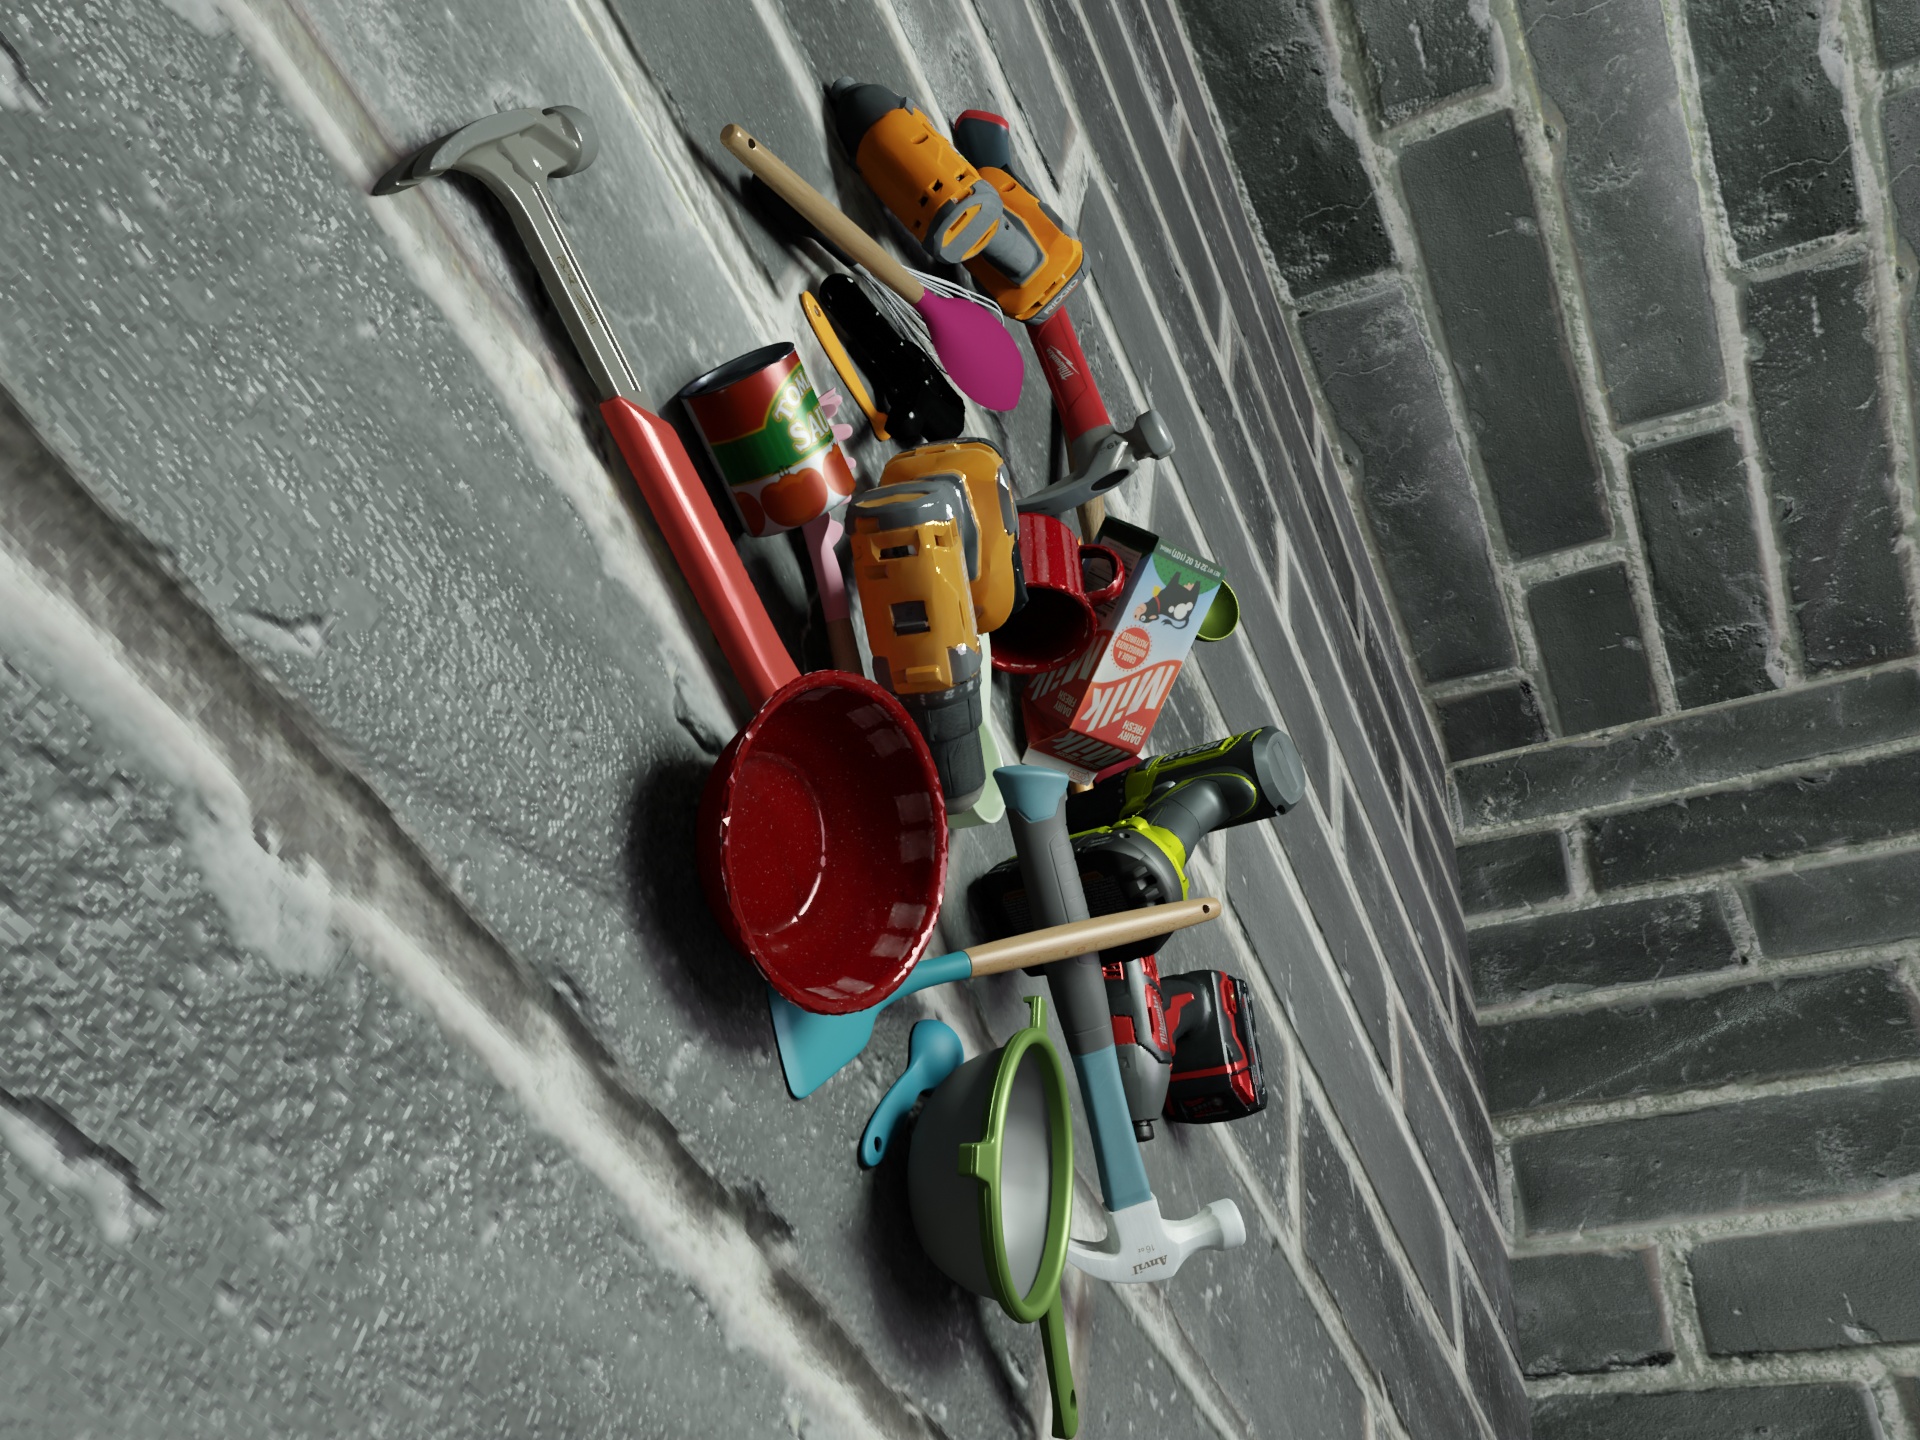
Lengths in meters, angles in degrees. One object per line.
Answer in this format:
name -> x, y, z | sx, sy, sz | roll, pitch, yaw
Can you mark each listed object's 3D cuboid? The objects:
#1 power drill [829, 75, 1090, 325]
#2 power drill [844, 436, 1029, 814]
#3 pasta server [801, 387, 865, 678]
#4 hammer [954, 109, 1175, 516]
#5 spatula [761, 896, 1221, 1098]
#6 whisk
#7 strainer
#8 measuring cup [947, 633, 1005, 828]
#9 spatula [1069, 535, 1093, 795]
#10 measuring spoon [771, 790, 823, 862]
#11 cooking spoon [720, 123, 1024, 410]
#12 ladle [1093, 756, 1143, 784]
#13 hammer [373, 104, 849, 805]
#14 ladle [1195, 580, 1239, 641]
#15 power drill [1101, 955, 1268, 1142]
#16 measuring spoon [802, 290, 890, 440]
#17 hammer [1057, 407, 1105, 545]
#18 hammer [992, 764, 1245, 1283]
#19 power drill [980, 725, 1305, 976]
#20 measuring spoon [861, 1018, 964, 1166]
power drill -> -0.004, -0.389, 1.182 | 0.164, 0.084, 0.226 | 52, 18, 18
power drill -> -0.009, -0.065, 0.939 | 0.226, 0.084, 0.185 | -73, 154, -68
pasta server -> -0.057, -0.032, 0.911 | 0.060, 0.040, 0.316 | 27, 51, -84
hammer -> 0.048, -0.348, 1.316 | 0.038, 0.143, 0.387 | 33, 35, -60
spatula -> 0.029, 0.130, 0.871 | 0.317, 0.044, 0.082 | -8, 81, -33
whisk -> -0.050, -0.301, 1.078 | 0.284, 0.070, 0.070 | 22, 56, -57
strainer -> 0.019, 0.289, 0.869 | 0.151, 0.069, 0.256 | -56, 140, -62
measuring cup -> -0.002, -0.003, 1.028 | 0.083, 0.038, 0.168 | 54, 28, -42
spatula -> 0.099, 0.018, 1.245 | 0.081, 0.041, 0.323 | 83, -2, -79
measuring spoon -> -0.073, 0.079, 0.838 | 0.124, 0.018, 0.034 | 61, 40, -47
cooking spoon -> -0.044, -0.289, 1.030 | 0.318, 0.017, 0.069 | 27, 68, -50
ladle -> 0.171, 0.049, 1.422 | 0.315, 0.031, 0.069 | 26, 53, -64
hammer -> -0.142, -0.109, 0.760 | 0.358, 0.037, 0.149 | 66, 24, -21
ladle -> 0.200, -0.130, 1.564 | 0.320, 0.062, 0.078 | 11, 64, -63
power drill -> 0.155, 0.246, 1.196 | 0.219, 0.078, 0.143 | 28, 51, -58
measuring spoon -> -0.071, -0.231, 1.036 | 0.116, 0.011, 0.021 | 58, 28, -36
hammer -> 0.111, -0.179, 1.353 | 0.332, 0.031, 0.129 | -94, 179, -46
hammer -> 0.077, 0.183, 0.958 | 0.033, 0.128, 0.331 | -160, -125, -76
power drill -> 0.112, 0.084, 1.085 | 0.228, 0.190, 0.080 | -35, 104, -52
measuring spoon -> -0.023, 0.203, 0.863 | 0.042, 0.021, 0.129 | 70, 22, -12
